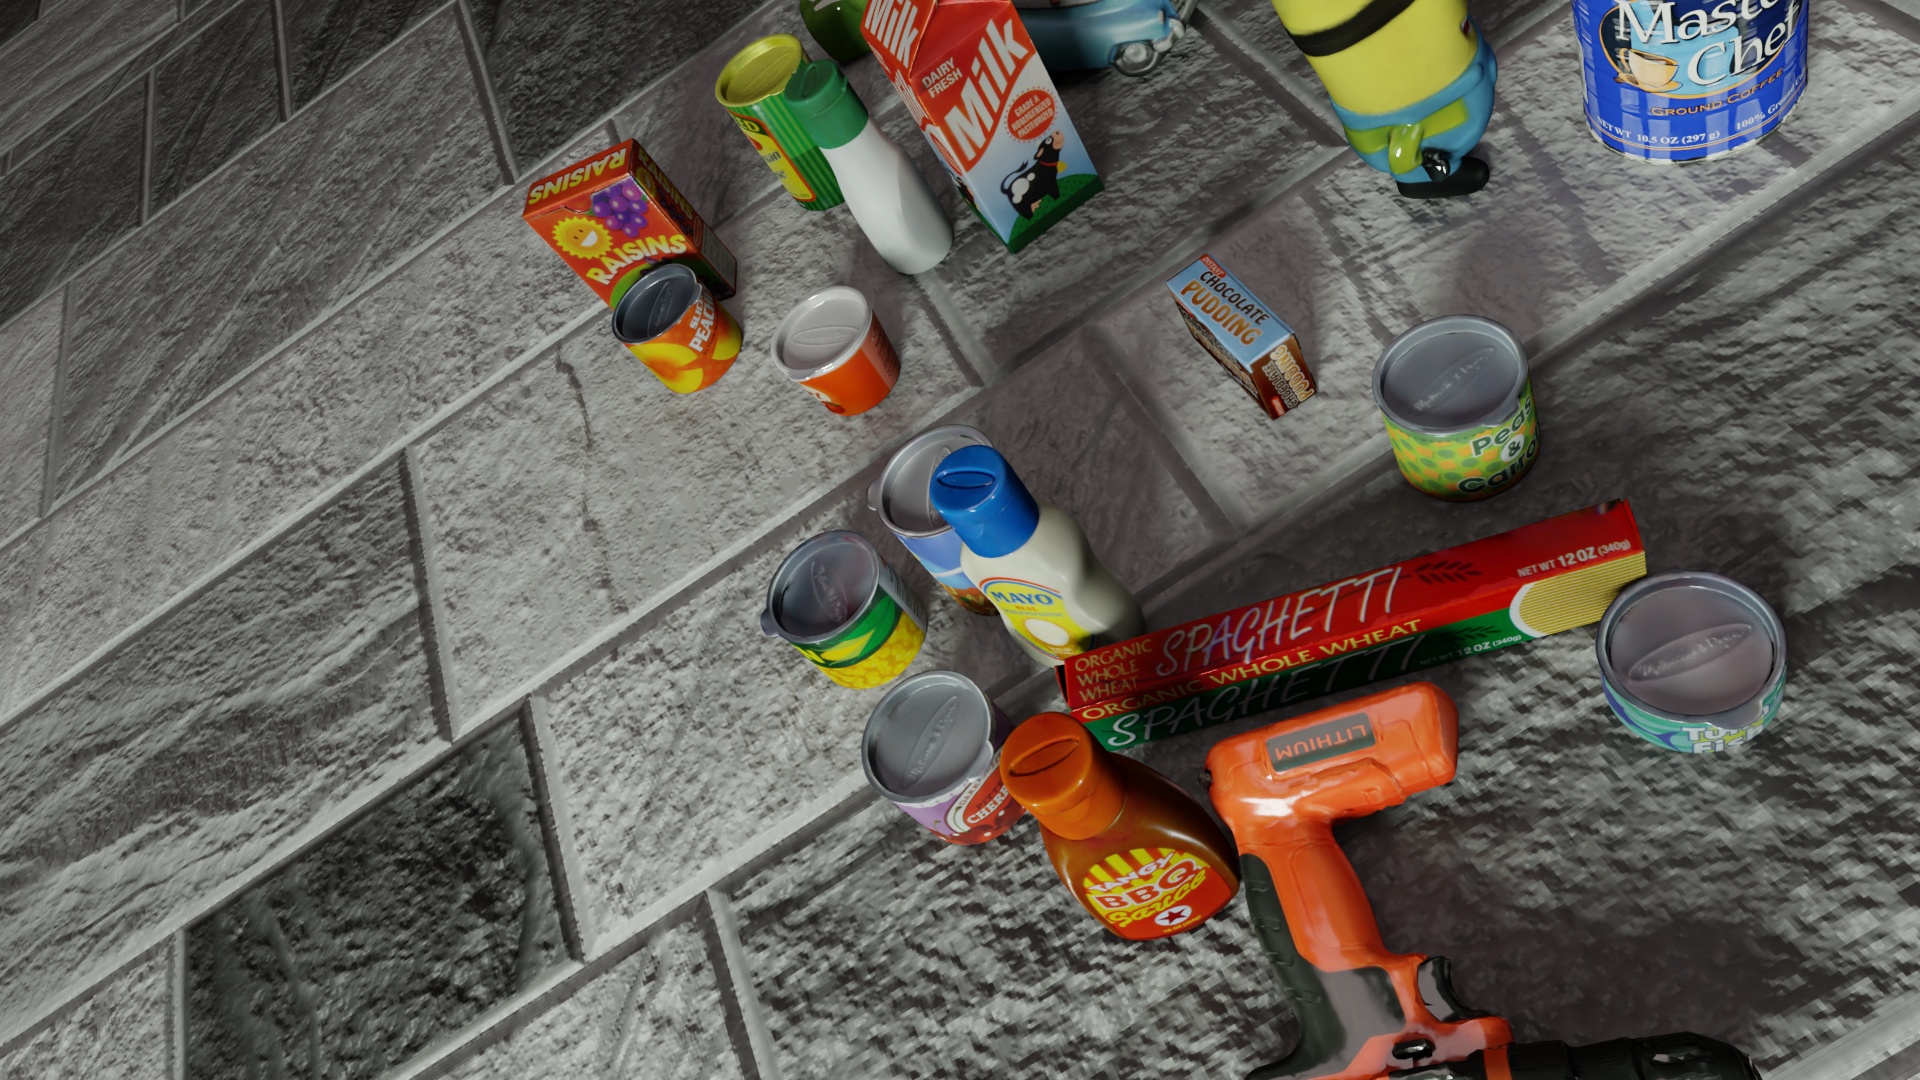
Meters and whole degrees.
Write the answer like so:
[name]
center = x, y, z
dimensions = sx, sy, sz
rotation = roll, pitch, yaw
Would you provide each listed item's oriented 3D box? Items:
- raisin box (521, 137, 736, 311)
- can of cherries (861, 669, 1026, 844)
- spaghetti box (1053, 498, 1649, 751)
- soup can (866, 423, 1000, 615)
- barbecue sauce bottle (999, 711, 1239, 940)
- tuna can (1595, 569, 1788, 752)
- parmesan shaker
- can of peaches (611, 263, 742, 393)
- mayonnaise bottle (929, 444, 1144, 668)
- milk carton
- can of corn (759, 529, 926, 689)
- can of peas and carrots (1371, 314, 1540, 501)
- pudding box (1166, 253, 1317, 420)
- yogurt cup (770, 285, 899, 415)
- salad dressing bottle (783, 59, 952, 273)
[raisin box]
center = -0.221, -0.203, 0.942
dimensions = 0.086, 0.123, 0.040
rotation = -17, 52, 19
[can of cherries]
center = -0.003, 0.104, 0.651
dimensions = 0.071, 0.058, 0.072
rotation = -15, 53, 20
[spaghetti box]
center = 0.166, 0.041, 0.605
dimensions = 0.250, 0.050, 0.029
rotation = -18, 52, 18
[soup can]
center = 0.003, -0.009, 0.709
dimensions = 0.071, 0.083, 0.072
rotation = -15, 53, 20
[barbecue sauce bottle]
center = 0.061, 0.114, 0.549
dimensions = 0.065, 0.148, 0.044
rotation = -26, 50, 12
[tuna can]
center = 0.287, 0.050, 0.543
dimensions = 0.071, 0.032, 0.071
rotation = -15, 53, 20
[parmesan shaker]
center = -0.110, -0.282, 0.947
dimensions = 0.071, 0.102, 0.071
rotation = -15, 53, 20
[can of peaches]
center = -0.185, -0.140, 0.922
dimensions = 0.071, 0.058, 0.071
rotation = -15, 53, 20
[mayonnaise bottle]
center = 0.033, 0.012, 0.635
dimensions = 0.065, 0.147, 0.041
rotation = 2, 60, 31
[milk carton]
center = 0.007, -0.266, 0.812
dimensions = 0.073, 0.190, 0.072
rotation = -37, 49, 3
[can of corn]
center = -0.061, 0.039, 0.729
dimensions = 0.071, 0.058, 0.071
rotation = -15, 53, 20
[can of peas and carrots]
center = 0.229, -0.058, 0.633
dimensions = 0.071, 0.058, 0.071
rotation = -15, 53, 20
[pudding box]
center = 0.145, -0.107, 0.719
dimensions = 0.030, 0.049, 0.084
rotation = -36, 49, 4
[yogurt cup]
center = -0.073, -0.112, 0.842
dimensions = 0.072, 0.053, 0.073
rotation = -15, 53, 20
[salad dressing bottle]
center = -0.055, -0.226, 0.849
dimensions = 0.044, 0.147, 0.064
rotation = -10, 55, 24
